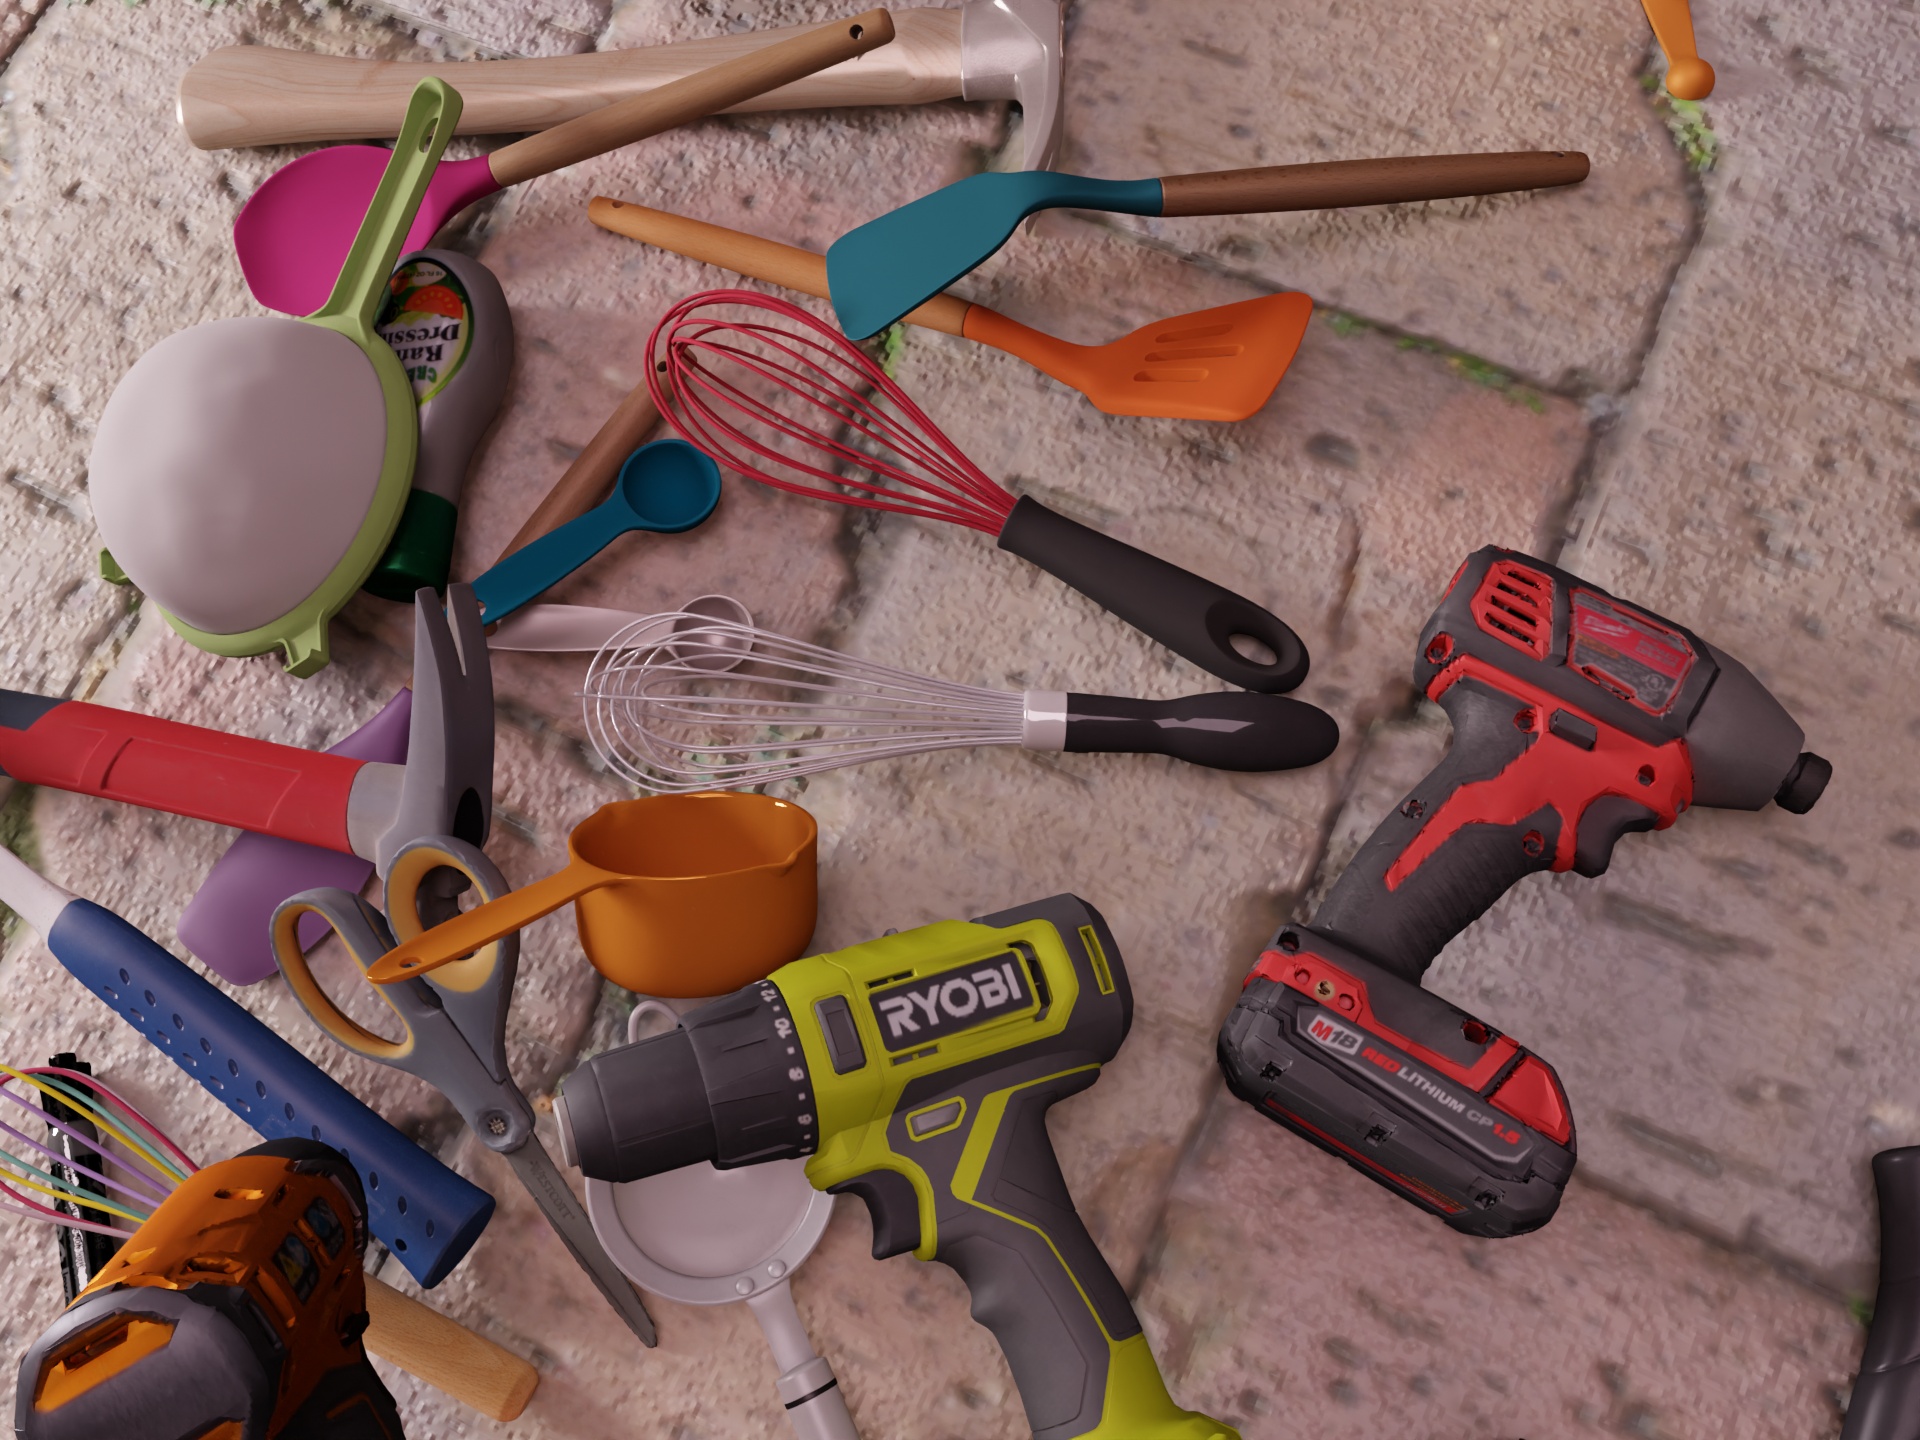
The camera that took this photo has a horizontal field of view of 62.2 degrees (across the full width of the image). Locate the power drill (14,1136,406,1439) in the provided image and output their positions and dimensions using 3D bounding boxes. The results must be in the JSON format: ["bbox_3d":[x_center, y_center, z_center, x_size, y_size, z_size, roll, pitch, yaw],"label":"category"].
[{"bbox_3d":[-0.171,0.232,0.479,0.084,0.164,0.226,-30,99,-4],"label":"power drill"}]

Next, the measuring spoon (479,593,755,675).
[{"bbox_3d":[-0.143,-0.034,0.641,0.124,0.018,0.034,2,71,4],"label":"measuring spoon"}]

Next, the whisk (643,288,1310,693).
[{"bbox_3d":[0.003,-0.087,0.626,0.296,0.073,0.073,29,78,8],"label":"whisk"}]

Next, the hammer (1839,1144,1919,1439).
[{"bbox_3d":[0.259,0.320,0.468,0.149,0.036,0.409,19,75,12],"label":"hammer"}]

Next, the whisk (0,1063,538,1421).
[{"bbox_3d":[-0.261,0.185,0.568,0.245,0.051,0.047,26,88,5],"label":"whisk"}]

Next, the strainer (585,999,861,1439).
[{"bbox_3d":[-0.057,0.217,0.540,0.087,0.050,0.258,-23,76,-13],"label":"strainer"}]

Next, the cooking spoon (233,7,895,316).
[{"bbox_3d":[-0.178,-0.246,0.689,0.319,0.017,0.068,-15,97,14],"label":"cooking spoon"}]

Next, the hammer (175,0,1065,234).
[{"bbox_3d":[-0.158,-0.280,0.720,0.410,0.038,0.146,-1,73,7],"label":"hammer"}]

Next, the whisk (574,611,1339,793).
[{"bbox_3d":[-0.001,-0.002,0.594,0.284,0.070,0.070,3,72,0],"label":"whisk"}]

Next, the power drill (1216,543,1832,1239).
[{"bbox_3d":[0.193,0.056,0.545,0.143,0.078,0.220,29,75,15],"label":"power drill"}]

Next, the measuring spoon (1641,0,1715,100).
[{"bbox_3d":[0.304,-0.317,0.685,0.021,0.011,0.117,-7,71,5],"label":"measuring spoon"}]

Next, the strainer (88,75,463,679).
[{"bbox_3d":[-0.276,-0.153,0.639,0.152,0.069,0.256,22,88,30],"label":"strainer"}]

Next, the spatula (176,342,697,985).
[{"bbox_3d":[-0.204,-0.029,0.651,0.060,0.018,0.316,31,79,17],"label":"spatula"}]

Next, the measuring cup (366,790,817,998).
[{"bbox_3d":[-0.120,0.074,0.539,0.095,0.173,0.052,12,113,36],"label":"measuring cup"}]

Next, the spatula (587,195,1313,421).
[{"bbox_3d":[-0.018,-0.182,0.666,0.323,0.041,0.081,20,56,15],"label":"spatula"}]

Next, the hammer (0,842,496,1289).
[{"bbox_3d":[-0.338,0.065,0.588,0.405,0.035,0.144,35,115,7],"label":"hammer"}]

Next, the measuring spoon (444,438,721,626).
[{"bbox_3d":[-0.154,-0.070,0.649,0.128,0.021,0.042,-35,74,-14],"label":"measuring spoon"}]

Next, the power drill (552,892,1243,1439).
[{"bbox_3d":[-0.012,0.181,0.505,0.190,0.080,0.229,-14,70,-19],"label":"power drill"}]

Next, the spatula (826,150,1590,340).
[{"bbox_3d":[0.104,-0.205,0.647,0.317,0.044,0.082,-7,43,-8],"label":"spatula"}]

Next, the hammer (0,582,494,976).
[{"bbox_3d":[-0.356,-0.007,0.622,0.386,0.038,0.143,10,101,17],"label":"hammer"}]
